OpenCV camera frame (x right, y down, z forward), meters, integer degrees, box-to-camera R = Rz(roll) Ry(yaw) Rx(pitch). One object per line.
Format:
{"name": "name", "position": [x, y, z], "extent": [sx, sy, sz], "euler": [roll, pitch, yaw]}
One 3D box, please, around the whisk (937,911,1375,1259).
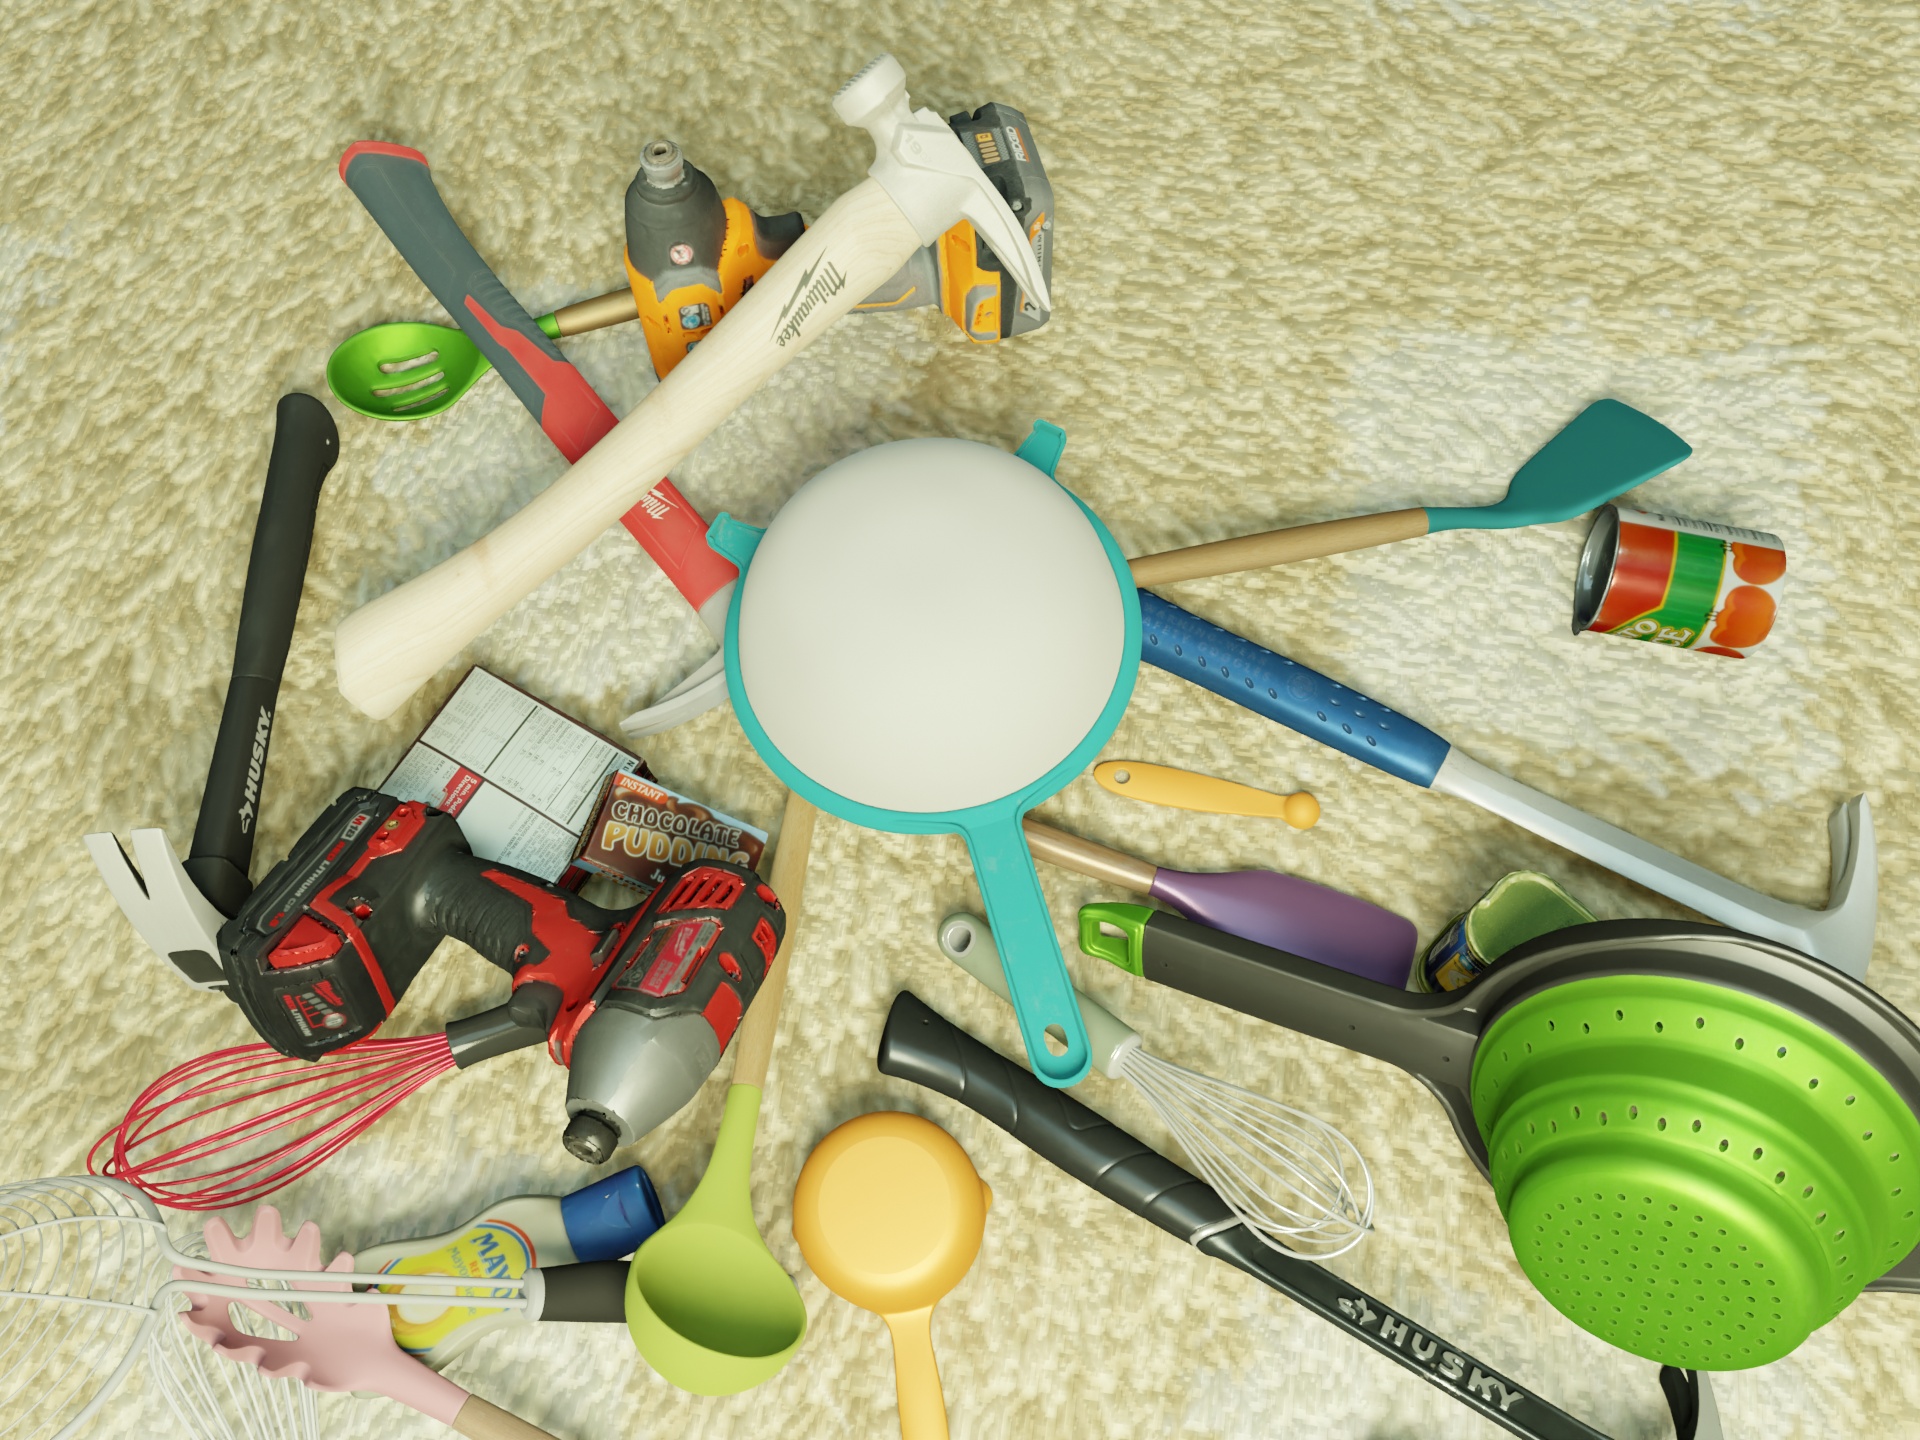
{"name": "whisk", "position": [0.082, 0.157, 0.724], "extent": [0.246, 0.059, 0.058], "euler": [33, 92, 31]}

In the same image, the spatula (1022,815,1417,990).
{"name": "spatula", "position": [0.070, 0.073, 0.789], "extent": [0.316, 0.018, 0.060], "euler": [20, 73, 5]}

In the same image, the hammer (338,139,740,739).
{"name": "hammer", "position": [-0.233, -0.169, 0.873], "extent": [0.143, 0.038, 0.386], "euler": [-39, 78, -11]}

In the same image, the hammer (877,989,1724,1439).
{"name": "hammer", "position": [0.135, 0.231, 0.698], "extent": [0.409, 0.036, 0.149], "euler": [28, 36, 19]}

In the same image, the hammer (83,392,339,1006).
{"name": "hammer", "position": [-0.359, -0.032, 0.808], "extent": [0.035, 0.146, 0.335], "euler": [-5, 60, 3]}

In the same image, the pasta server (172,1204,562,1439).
{"name": "pasta server", "position": [-0.187, 0.303, 0.673], "extent": [0.316, 0.040, 0.060], "euler": [29, 49, 1]}

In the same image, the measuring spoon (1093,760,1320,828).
{"name": "measuring spoon", "position": [0.126, 0.036, 0.811], "extent": [0.117, 0.011, 0.021], "euler": [10, 69, 6]}

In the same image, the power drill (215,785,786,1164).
{"name": "power drill", "position": [-0.201, 0.111, 0.699], "extent": [0.220, 0.078, 0.143], "euler": [10, 44, 17]}

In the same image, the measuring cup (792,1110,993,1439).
{"name": "measuring cup", "position": [-0.025, 0.259, 0.704], "extent": [0.095, 0.052, 0.174], "euler": [-10, 66, -2]}

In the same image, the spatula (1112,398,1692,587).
{"name": "spatula", "position": [0.219, -0.111, 0.835], "extent": [0.317, 0.044, 0.082], "euler": [-12, 34, -9]}

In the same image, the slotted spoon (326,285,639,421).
{"name": "slotted spoon", "position": [-0.209, -0.237, 0.929], "extent": [0.313, 0.031, 0.070], "euler": [-19, 69, -7]}

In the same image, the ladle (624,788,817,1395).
{"name": "ladle", "position": [-0.088, 0.140, 0.727], "extent": [0.078, 0.062, 0.320], "euler": [21, 53, -19]}

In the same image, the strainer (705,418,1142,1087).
{"name": "strainer", "position": [-0.001, -0.002, 0.737], "extent": [0.211, 0.095, 0.341], "euler": [-16, 66, -1]}

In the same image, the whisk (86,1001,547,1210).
{"name": "whisk", "position": [-0.259, 0.161, 0.754], "extent": [0.296, 0.073, 0.073], "euler": [-18, 68, -10]}

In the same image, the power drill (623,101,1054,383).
{"name": "power drill", "position": [-0.068, -0.260, 0.859], "extent": [0.226, 0.164, 0.084], "euler": [-13, 63, -5]}

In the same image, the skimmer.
{"name": "skimmer", "position": [-0.244, 0.248, 0.647], "extent": [0.363, 0.090, 0.127], "euler": [14, 31, -30]}

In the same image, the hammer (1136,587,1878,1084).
{"name": "hammer", "position": [0.253, 0.023, 0.799], "extent": [0.405, 0.035, 0.144], "euler": [27, 72, 12]}

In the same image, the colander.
{"name": "colander", "position": [0.213, 0.166, 0.668], "extent": [0.397, 0.204, 0.094], "euler": [15, 40, 26]}

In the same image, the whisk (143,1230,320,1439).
{"name": "whisk", "position": [-0.281, 0.352, 0.680], "extent": [0.070, 0.070, 0.285], "euler": [-26, 74, -8]}

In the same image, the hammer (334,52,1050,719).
{"name": "hammer", "position": [-0.145, -0.139, 0.801], "extent": [0.410, 0.038, 0.146], "euler": [-41, 112, 3]}
